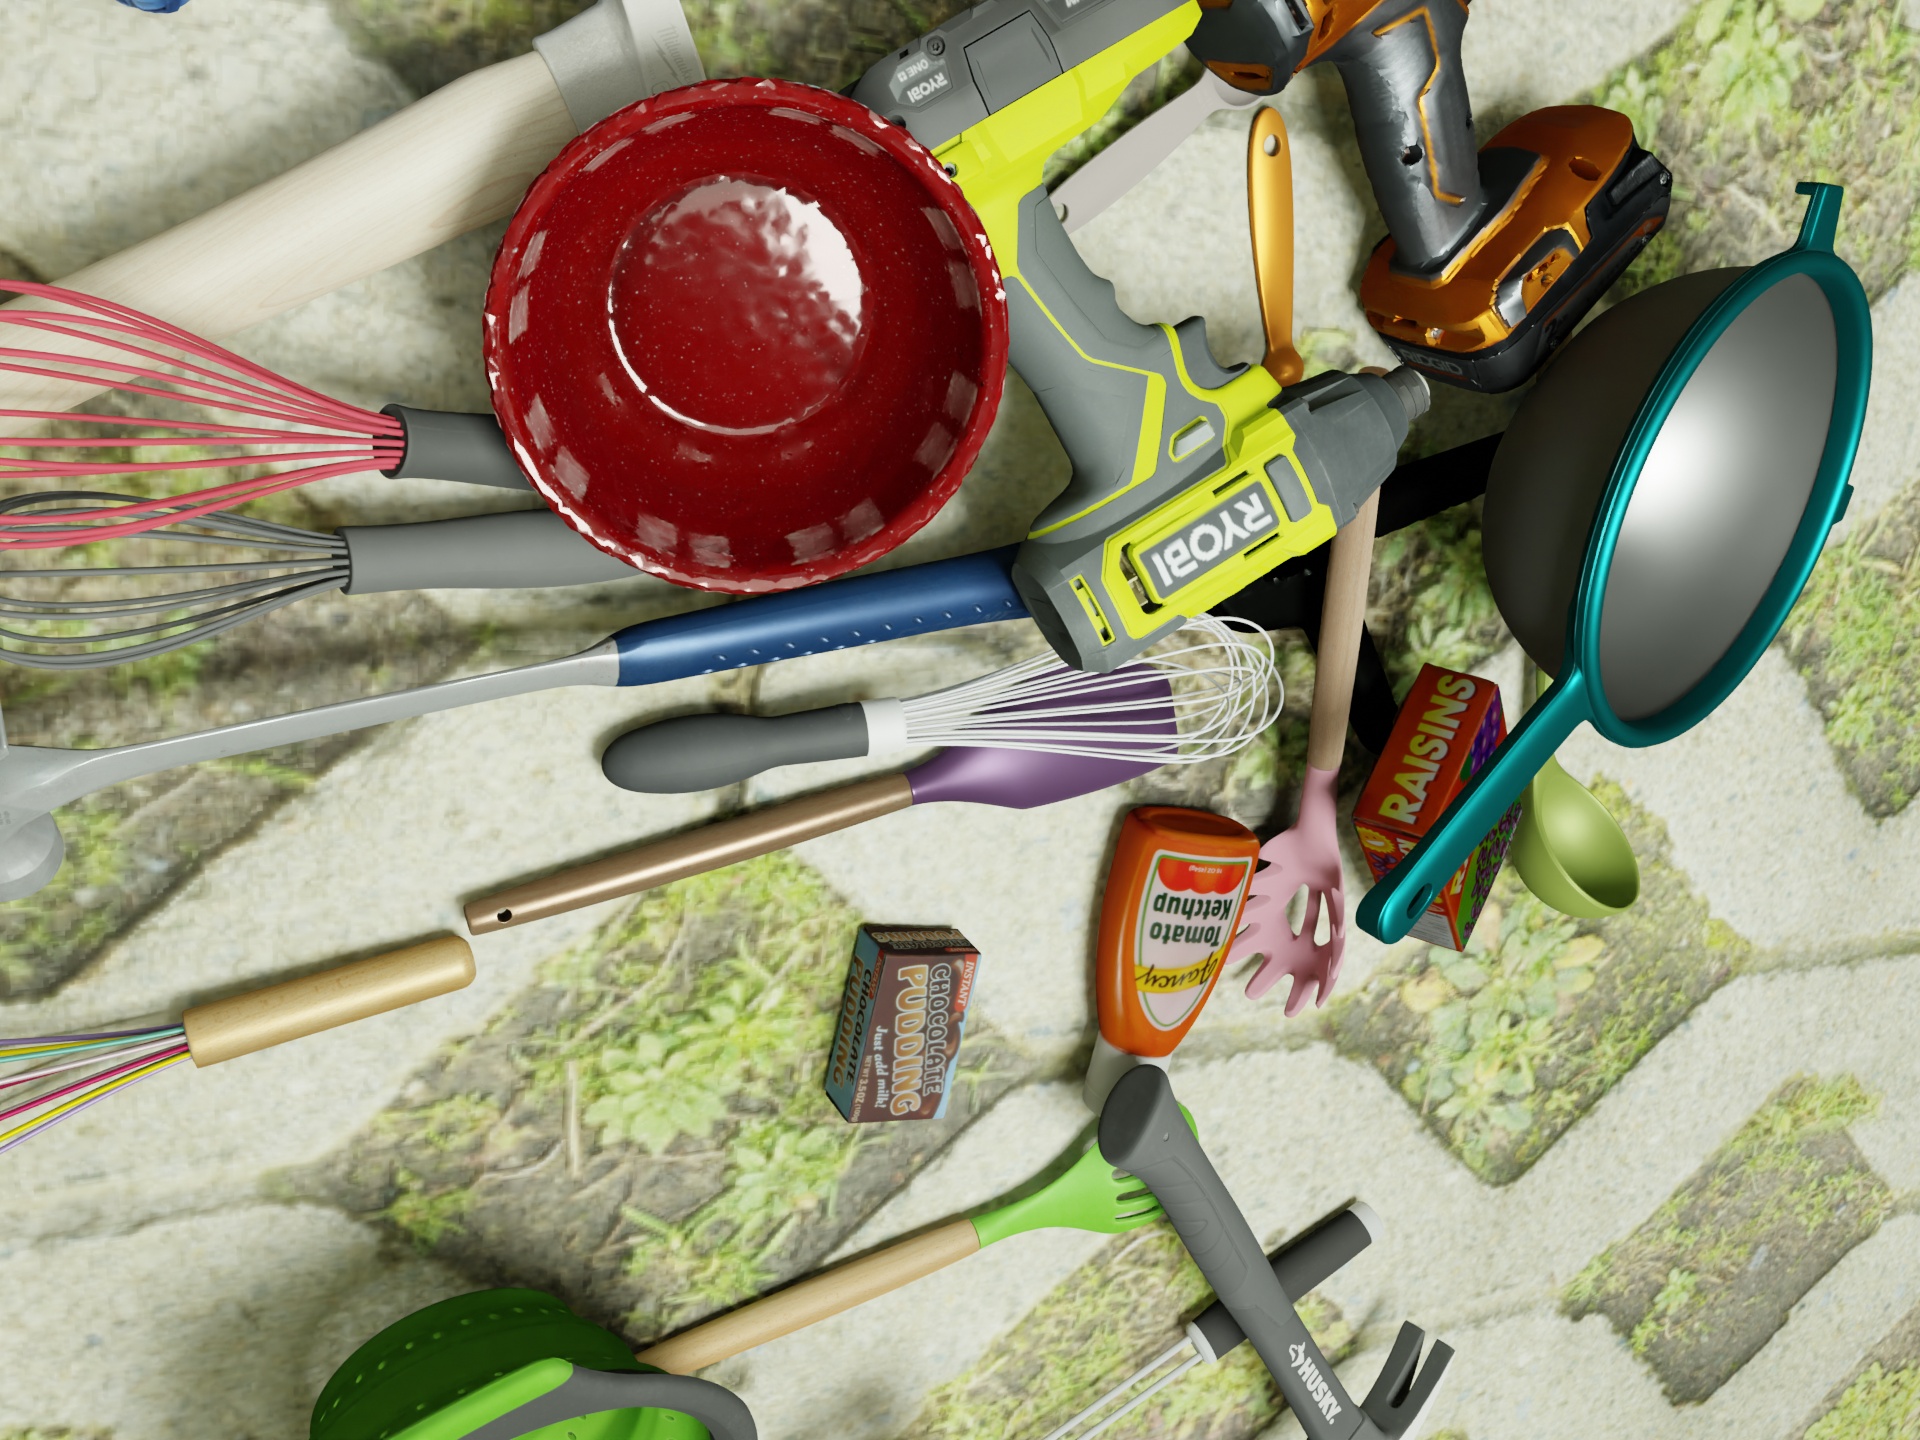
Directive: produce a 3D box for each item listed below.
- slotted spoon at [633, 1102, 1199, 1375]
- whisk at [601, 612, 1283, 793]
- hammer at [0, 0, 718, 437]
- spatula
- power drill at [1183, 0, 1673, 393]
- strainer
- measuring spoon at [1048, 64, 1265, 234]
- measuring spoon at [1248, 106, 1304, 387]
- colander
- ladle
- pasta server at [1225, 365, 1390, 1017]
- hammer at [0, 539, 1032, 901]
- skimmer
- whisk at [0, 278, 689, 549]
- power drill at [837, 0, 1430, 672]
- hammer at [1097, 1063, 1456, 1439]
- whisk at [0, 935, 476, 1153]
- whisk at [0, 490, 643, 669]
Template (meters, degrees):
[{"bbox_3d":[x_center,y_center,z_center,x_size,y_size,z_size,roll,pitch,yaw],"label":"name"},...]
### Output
[{"bbox_3d":[-0.017,0.256,0.756,0.313,0.031,0.070,-16,116,-18],"label":"slotted spoon"},{"bbox_3d":[-0.001,-0.003,0.644,0.284,0.070,0.070,-8,113,-15],"label":"whisk"},{"bbox_3d":[-0.263,-0.117,0.460,0.410,0.038,0.146,-31,147,-9],"label":"hammer"},{"bbox_3d":[-0.046,0.033,0.660,0.316,0.018,0.059,-17,105,-20],"label":"spatula"},{"bbox_3d":[0.191,-0.257,0.616,0.164,0.084,0.226,-49,128,-3],"label":"power drill"},{"bbox_3d":[0.249,-0.055,0.670,0.340,0.095,0.210,-48,136,-11],"label":"strainer"},{"bbox_3d":[0.073,-0.230,0.622,0.124,0.018,0.034,-39,130,0],"label":"measuring spoon"},{"bbox_3d":[0.133,-0.194,0.663,0.021,0.011,0.116,-18,116,-19],"label":"measuring spoon"},{"bbox_3d":[-0.184,0.355,0.687,0.204,0.095,0.396,-25,136,-18],"label":"colander"},{"bbox_3d":[0.302,-0.050,0.777,0.078,0.062,0.320,-31,121,-47],"label":"ladle"},{"bbox_3d":[0.160,-0.001,0.704,0.040,0.060,0.316,-34,135,-41],"label":"pasta server"},{"bbox_3d":[-0.131,-0.020,0.554,0.405,0.144,0.035,-14,75,-27],"label":"hammer"},{"bbox_3d":[0.085,0.359,0.807,0.363,0.090,0.127,-30,89,-16],"label":"skimmer"},{"bbox_3d":[-0.191,-0.086,0.481,0.295,0.073,0.073,-5,113,-47],"label":"whisk"},{"bbox_3d":[0.063,-0.152,0.575,0.171,0.080,0.223,-32,107,-7],"label":"power drill"},{"bbox_3d":[0.153,0.288,0.796,0.146,0.035,0.334,-43,122,-20],"label":"hammer"},{"bbox_3d":[-0.294,0.123,0.560,0.245,0.047,0.051,-15,114,-24],"label":"whisk"},{"bbox_3d":[-0.199,-0.052,0.518,0.239,0.055,0.055,-9,114,-37],"label":"whisk"}]
